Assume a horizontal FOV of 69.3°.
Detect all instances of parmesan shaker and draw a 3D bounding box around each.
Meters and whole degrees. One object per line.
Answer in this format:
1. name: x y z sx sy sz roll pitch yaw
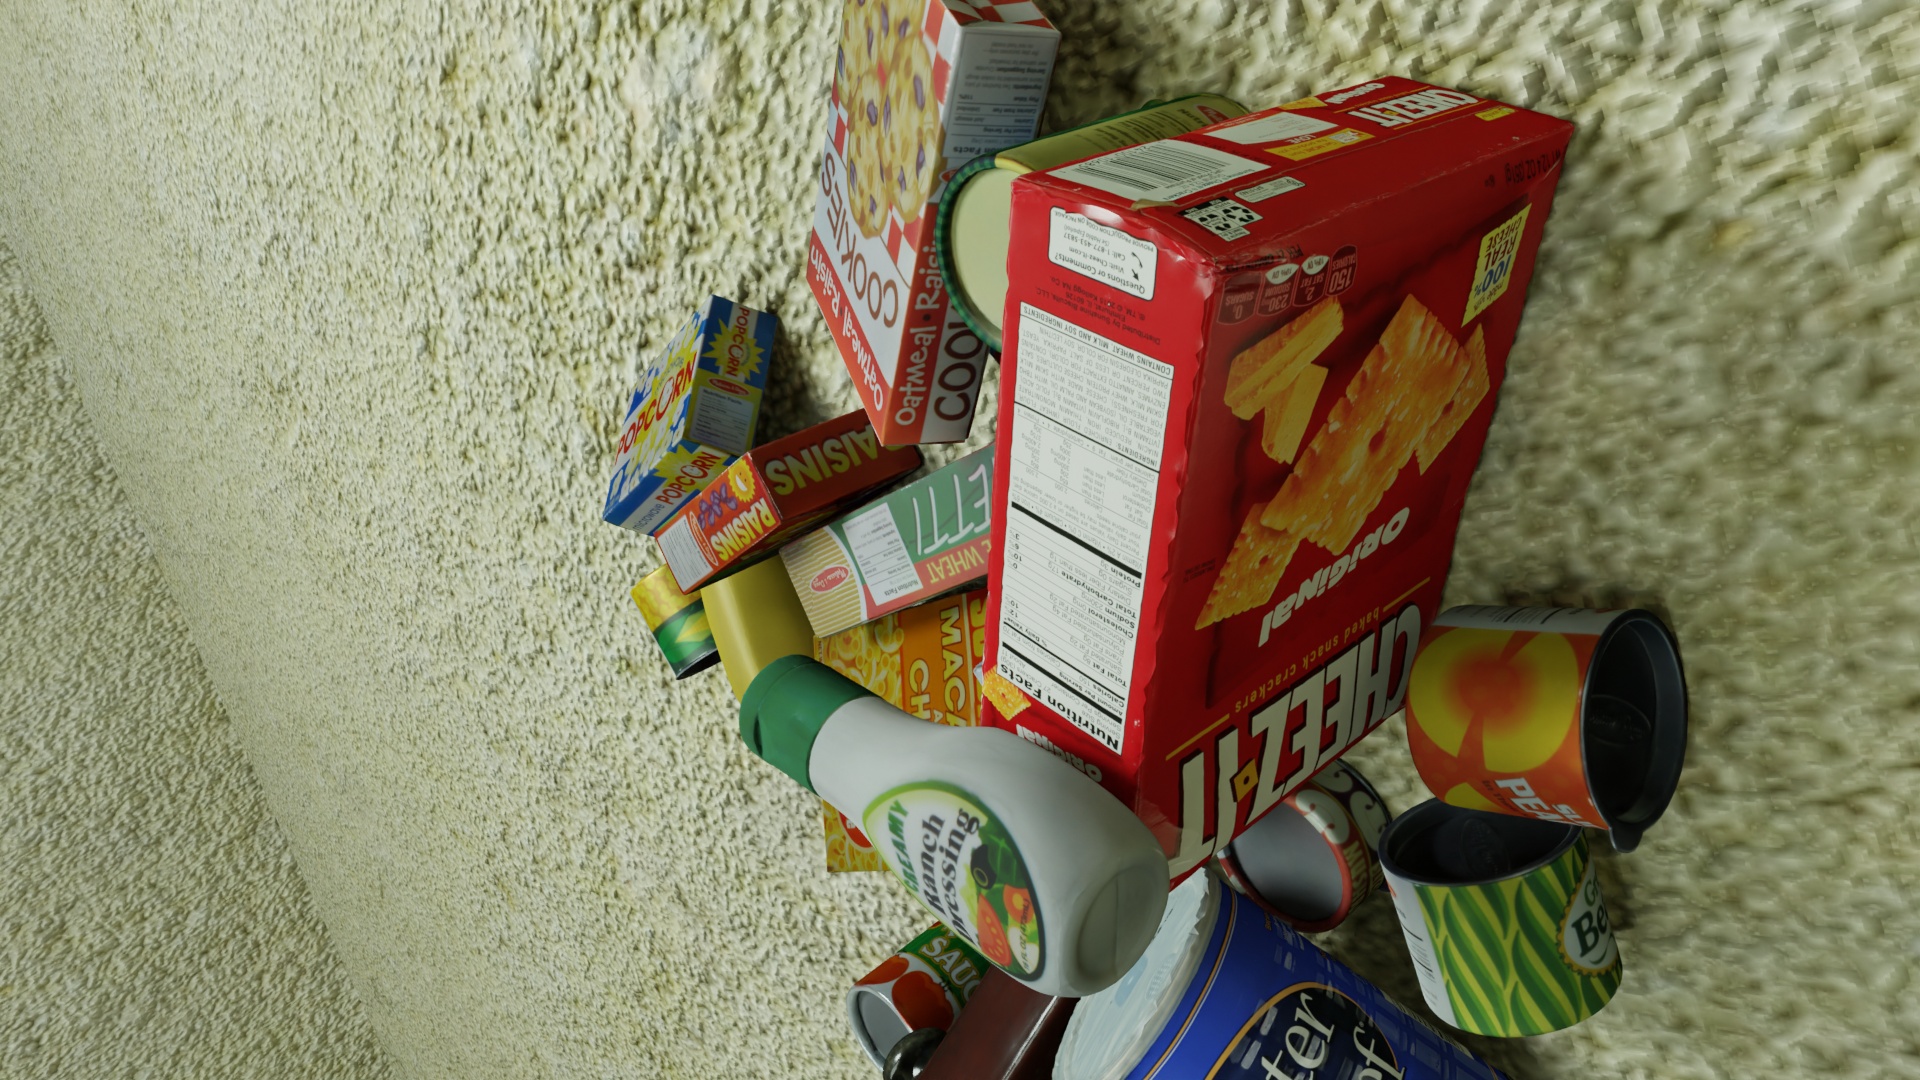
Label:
1. parmesan shaker: 0.048 -0.106 0.456 0.071 0.103 0.071 28 130 38

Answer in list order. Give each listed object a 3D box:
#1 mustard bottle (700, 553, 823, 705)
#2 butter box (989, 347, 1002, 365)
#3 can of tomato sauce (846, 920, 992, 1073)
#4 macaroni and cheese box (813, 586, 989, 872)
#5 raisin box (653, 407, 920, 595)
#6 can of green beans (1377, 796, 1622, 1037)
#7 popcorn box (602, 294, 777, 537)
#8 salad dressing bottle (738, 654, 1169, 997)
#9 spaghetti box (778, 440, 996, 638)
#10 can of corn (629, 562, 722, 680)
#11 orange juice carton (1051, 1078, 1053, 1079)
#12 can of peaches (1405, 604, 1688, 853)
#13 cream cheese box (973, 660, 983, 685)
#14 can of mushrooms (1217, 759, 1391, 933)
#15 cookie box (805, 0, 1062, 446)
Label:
1. mustard bottle: -0.111 0.024 0.759 0.160 0.065 0.048 66 149 12
2. butter box: 0.040 -0.079 0.548 0.103 0.024 0.052 51 142 16
3. can of tomato sauce: -0.009 0.244 0.748 0.071 0.083 0.070 28 131 37
4. macaroni and cheese box: -0.010 0.093 0.661 0.166 0.040 0.124 -19 72 52
5. raisin box: -0.087 -0.020 0.681 0.123 0.086 0.040 -30 86 53
6. can of green beans: 0.181 0.123 0.467 0.071 0.071 0.057 -7 107 51
7. popcorn box: -0.144 -0.062 0.728 0.126 0.038 0.085 -31 46 53
8. salad dressing bottle: -0.009 0.076 0.407 0.148 0.044 0.064 24 126 42
9. spaghetti box: 0.002 -0.007 0.582 0.249 0.029 0.050 -23 91 51
10. can of corn: -0.147 0.038 0.806 0.058 0.071 0.071 59 143 6
11. orange juice carton: 0.088 0.325 0.664 0.072 0.073 0.192 -6 105 18
12. can of peaches: 0.179 0.055 0.426 0.058 0.071 0.071 0 111 50
13. cream cheese box: 0.058 0.028 0.525 0.053 0.104 0.024 -25 96 54
14. can of mushrooms: 0.136 0.119 0.545 0.071 0.033 0.070 27 129 38
15. cookie box: -0.017 -0.137 0.528 0.123 0.040 0.166 -115 29 -43
